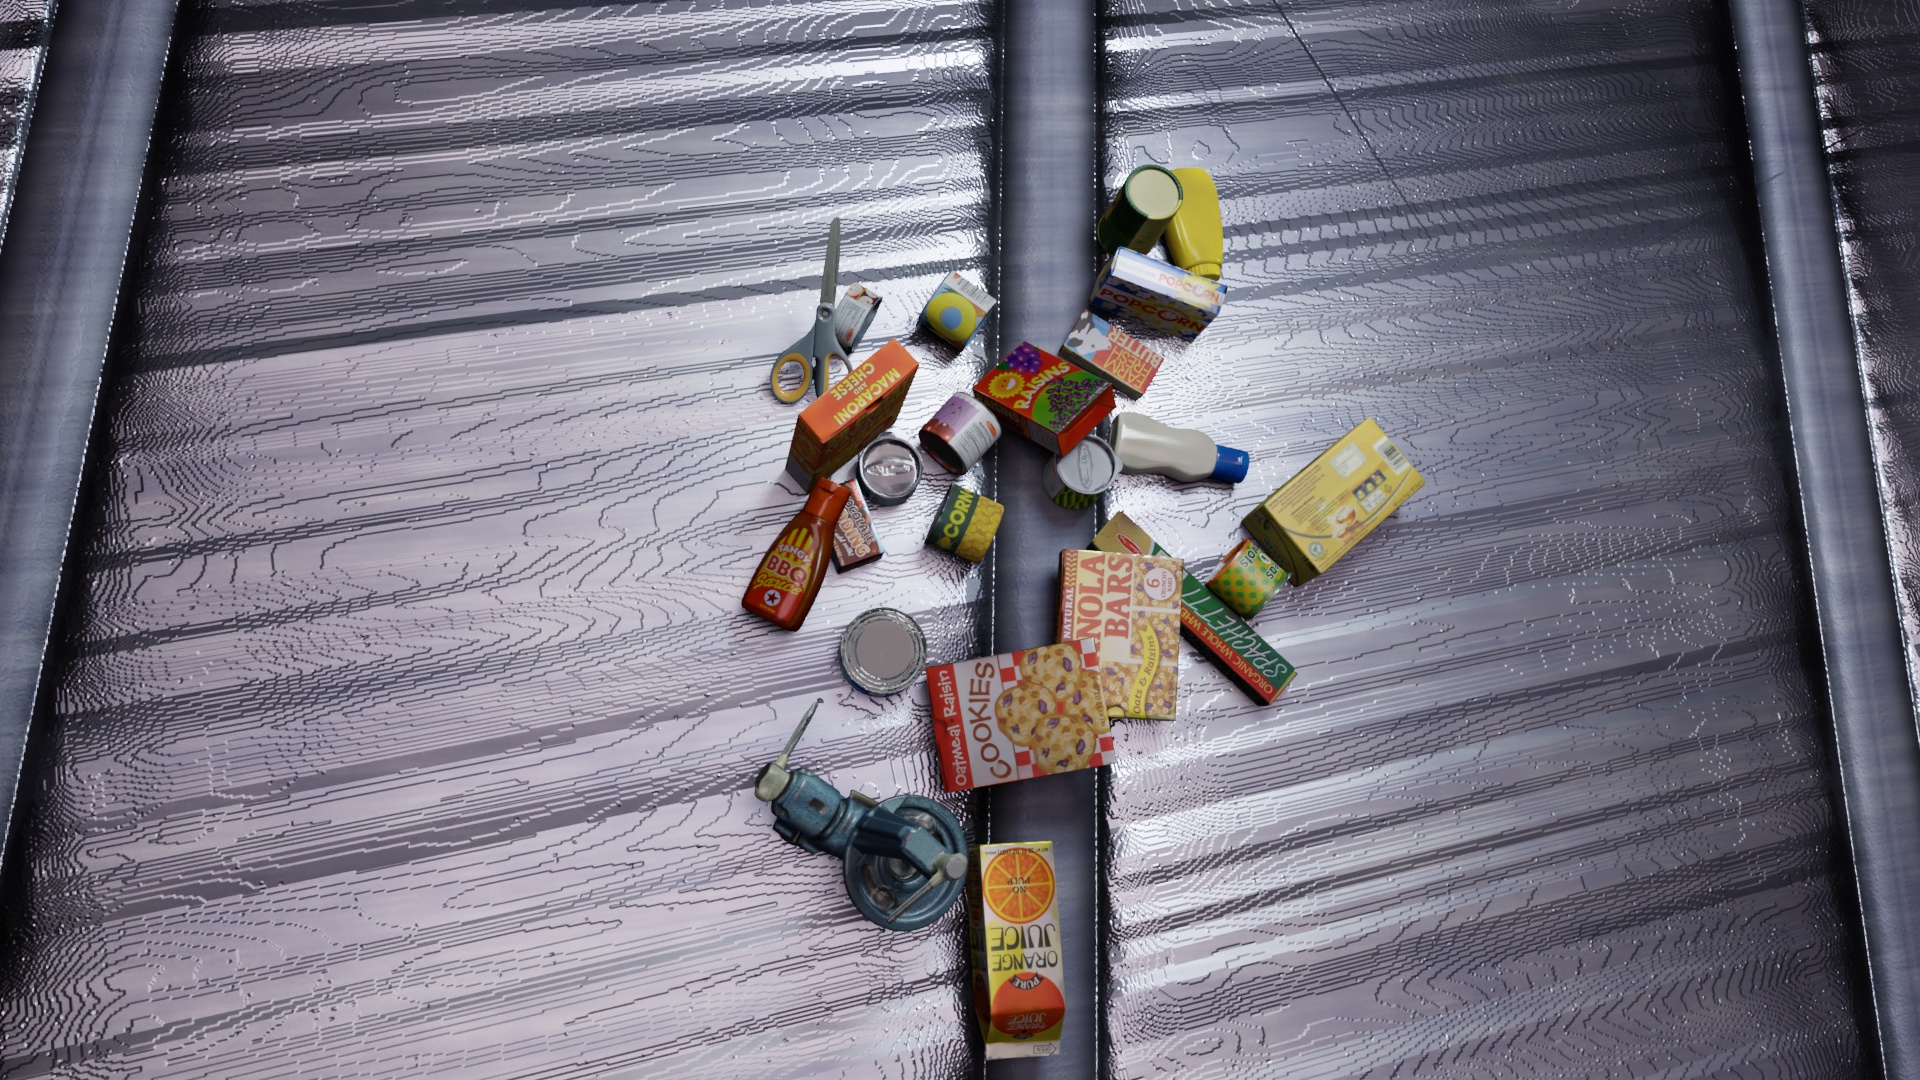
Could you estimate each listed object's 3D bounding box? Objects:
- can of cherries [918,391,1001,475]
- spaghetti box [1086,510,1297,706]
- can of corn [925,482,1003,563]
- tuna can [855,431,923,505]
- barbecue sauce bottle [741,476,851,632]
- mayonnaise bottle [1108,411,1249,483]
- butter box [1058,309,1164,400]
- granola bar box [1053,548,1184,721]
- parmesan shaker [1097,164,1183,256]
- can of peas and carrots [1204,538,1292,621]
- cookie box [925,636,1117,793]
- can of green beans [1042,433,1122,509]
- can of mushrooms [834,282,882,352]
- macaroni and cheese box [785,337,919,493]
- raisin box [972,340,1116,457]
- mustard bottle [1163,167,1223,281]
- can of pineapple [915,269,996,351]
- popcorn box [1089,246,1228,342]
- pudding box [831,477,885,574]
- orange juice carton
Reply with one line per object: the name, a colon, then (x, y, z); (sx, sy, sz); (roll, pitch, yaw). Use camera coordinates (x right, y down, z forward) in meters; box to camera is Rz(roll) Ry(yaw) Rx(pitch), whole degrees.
can of cherries: (-0.002, -0.110, 1.425); (0.071, 0.071, 0.058); (41, 72, 2)
spaghetti box: (0.239, 0.072, 1.440); (0.250, 0.028, 0.050); (43, 72, 2)
can of corn: (0.005, -0.018, 1.396); (0.058, 0.071, 0.071); (24, 72, -5)
tuna can: (-0.073, -0.073, 1.416); (0.071, 0.032, 0.071); (3, 75, -11)
barbecue sauce bottle: (-0.154, 0.011, 1.351); (0.065, 0.043, 0.148); (25, 87, 13)
mayonnaise bottle: (0.232, -0.092, 1.479); (0.148, 0.041, 0.065); (12, 75, -9)
butter box: (0.163, -0.200, 1.503); (0.103, 0.024, 0.053); (31, 72, -1)
granola bar box: (0.156, 0.095, 1.393); (0.124, 0.039, 0.165); (4, 82, -3)
parmesan shaker: (0.197, -0.357, 1.511); (0.071, 0.102, 0.071); (3, 75, -10)
can of peas and carrots: (0.298, 0.039, 1.439); (0.059, 0.070, 0.071); (42, 72, 2)
cookie box: (0.058, 0.169, 1.343); (0.167, 0.040, 0.123); (-10, 81, 4)
can of green beans: (0.124, -0.071, 1.441); (0.071, 0.057, 0.071); (3, 74, -10)
can of mushrooms: (-0.110, -0.231, 1.437); (0.033, 0.071, 0.071); (29, 72, -1)
macaroni and cheese box: (-0.107, -0.118, 1.351); (0.124, 0.166, 0.040); (-41, 87, -18)
raisin box: (0.086, -0.147, 1.434); (0.123, 0.040, 0.086); (32, 66, 34)
mustard bottle: (0.260, -0.334, 1.546); (0.065, 0.048, 0.160); (-5, 76, -14)
can of pineapple: (-0.004, -0.240, 1.460); (0.058, 0.071, 0.071); (34, 72, -1)
popcorn box: (0.212, -0.264, 1.498); (0.127, 0.085, 0.038); (19, 74, -6)
pudding box: (-0.113, -0.015, 1.393); (0.050, 0.030, 0.084); (-19, 80, -16)
orange juice carton: (0.051, 0.381, 1.295); (0.072, 0.073, 0.193); (-1, 76, -12)
